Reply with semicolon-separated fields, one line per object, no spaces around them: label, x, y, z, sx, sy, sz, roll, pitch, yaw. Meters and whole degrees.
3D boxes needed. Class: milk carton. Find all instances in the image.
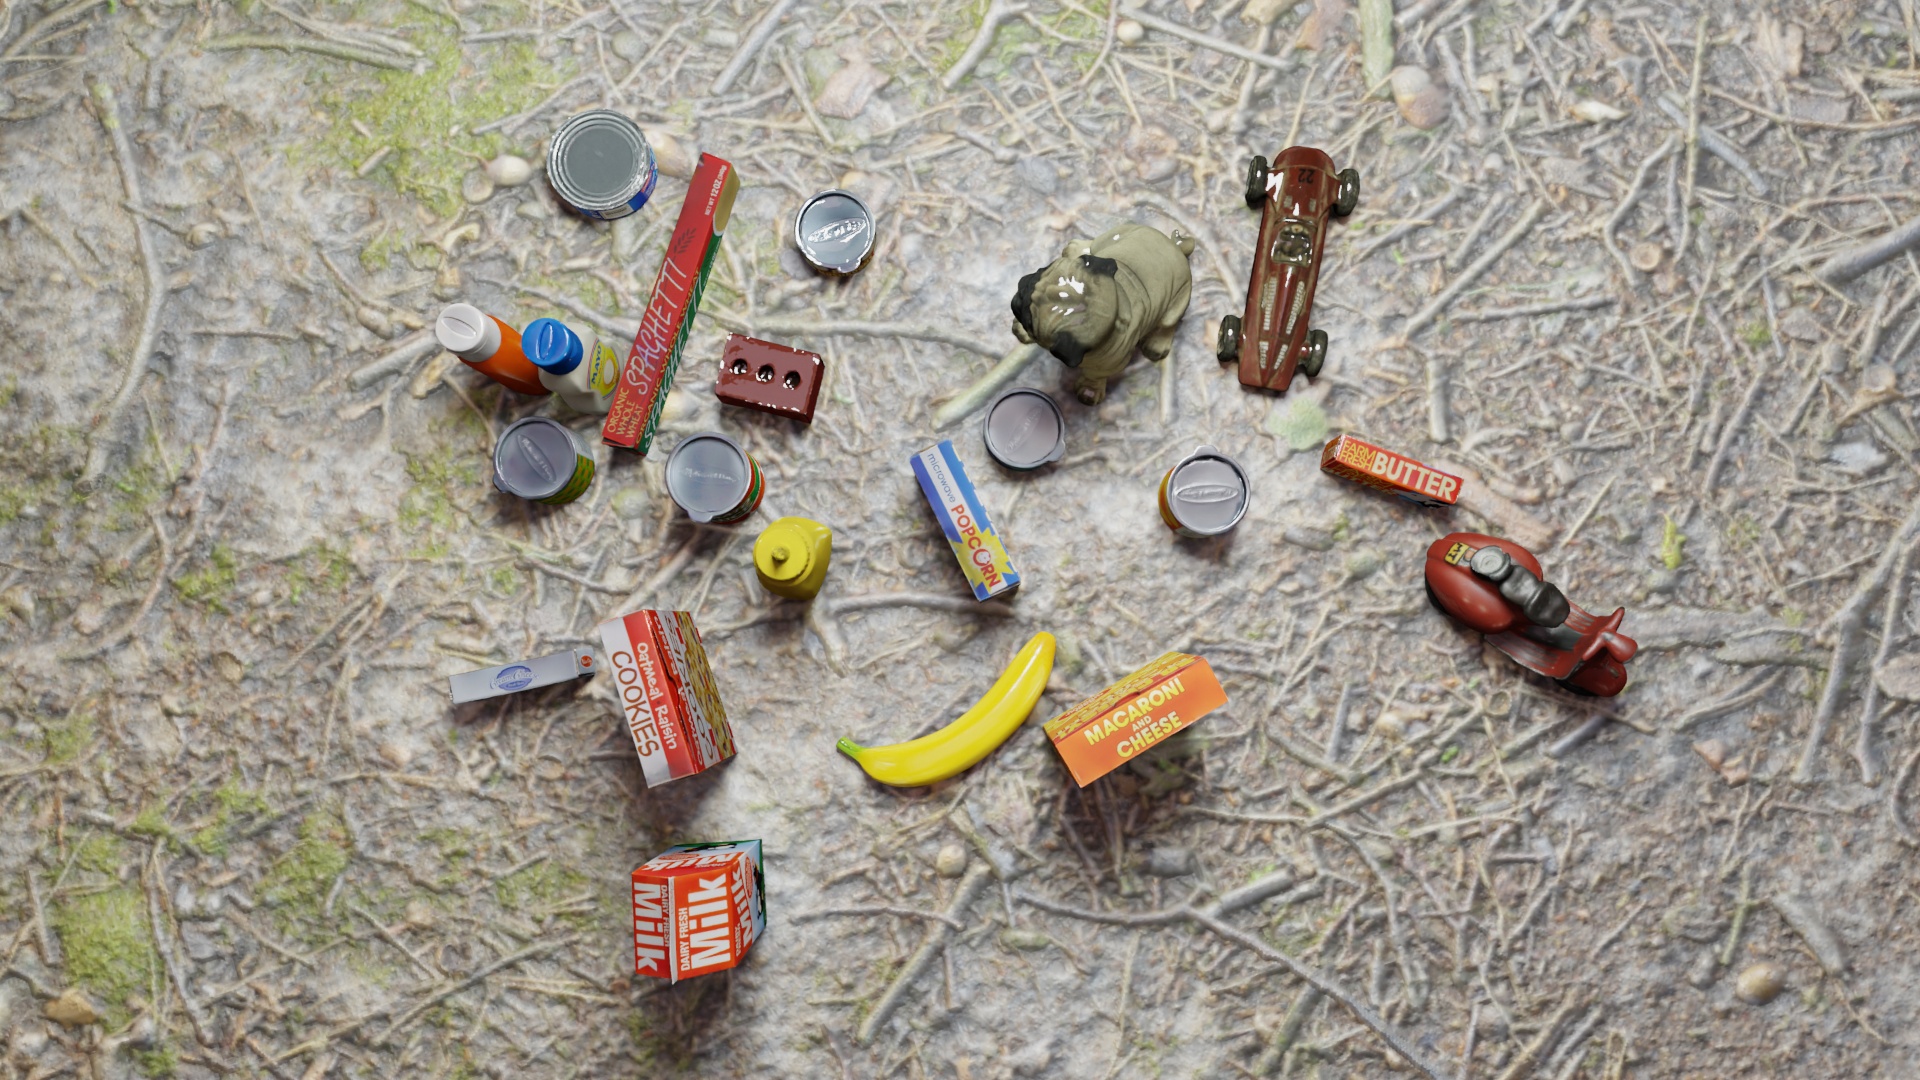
milk carton;-0.194;0.270;1.026;0.073;0.190;0.072;-4;86;0

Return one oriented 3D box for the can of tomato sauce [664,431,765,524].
can of tomato sauce;-0.193;-0.046;1.105;0.071;0.083;0.071;0;86;0

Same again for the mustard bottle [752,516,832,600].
mustard bottle;-0.130;0.011;1.061;0.049;0.160;0.065;13;86;1

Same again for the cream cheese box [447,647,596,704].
cream cheese box;-0.348;0.108;1.109;0.104;0.053;0.024;-12;86;-1

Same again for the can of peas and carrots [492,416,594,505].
can of peas and carrots;-0.336;-0.061;1.119;0.071;0.058;0.071;0;86;0

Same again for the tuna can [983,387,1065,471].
tuna can;0.053;-0.088;1.132;0.071;0.033;0.071;0;86;0

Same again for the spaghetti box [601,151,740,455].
spaghetti box;-0.235;-0.190;1.133;0.029;0.050;0.250;18;86;2

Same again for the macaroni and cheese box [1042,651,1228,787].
macaroni and cheese box;0.126;0.131;1.047;0.124;0.166;0.040;-30;86;-2

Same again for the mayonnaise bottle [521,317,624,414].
mayonnaise bottle;-0.300;-0.139;1.080;0.041;0.148;0.065;9;86;1

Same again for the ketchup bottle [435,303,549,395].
ketchup bottle;-0.363;-0.149;1.081;0.065;0.148;0.043;25;87;2

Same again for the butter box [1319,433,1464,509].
butter box;0.345;-0.054;1.117;0.103;0.053;0.024;21;87;2

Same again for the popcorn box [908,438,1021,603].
popcorn box;0.004;-0.014;1.100;0.038;0.085;0.126;-26;86;-1

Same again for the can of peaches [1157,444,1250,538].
can of peaches;0.195;-0.038;1.114;0.071;0.058;0.071;0;86;0

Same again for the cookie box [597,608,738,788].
cookie box;-0.217;0.115;1.050;0.040;0.167;0.123;-19;86;-1

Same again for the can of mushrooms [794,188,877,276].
can of mushrooms;-0.101;-0.251;1.145;0.071;0.033;0.071;0;86;0
